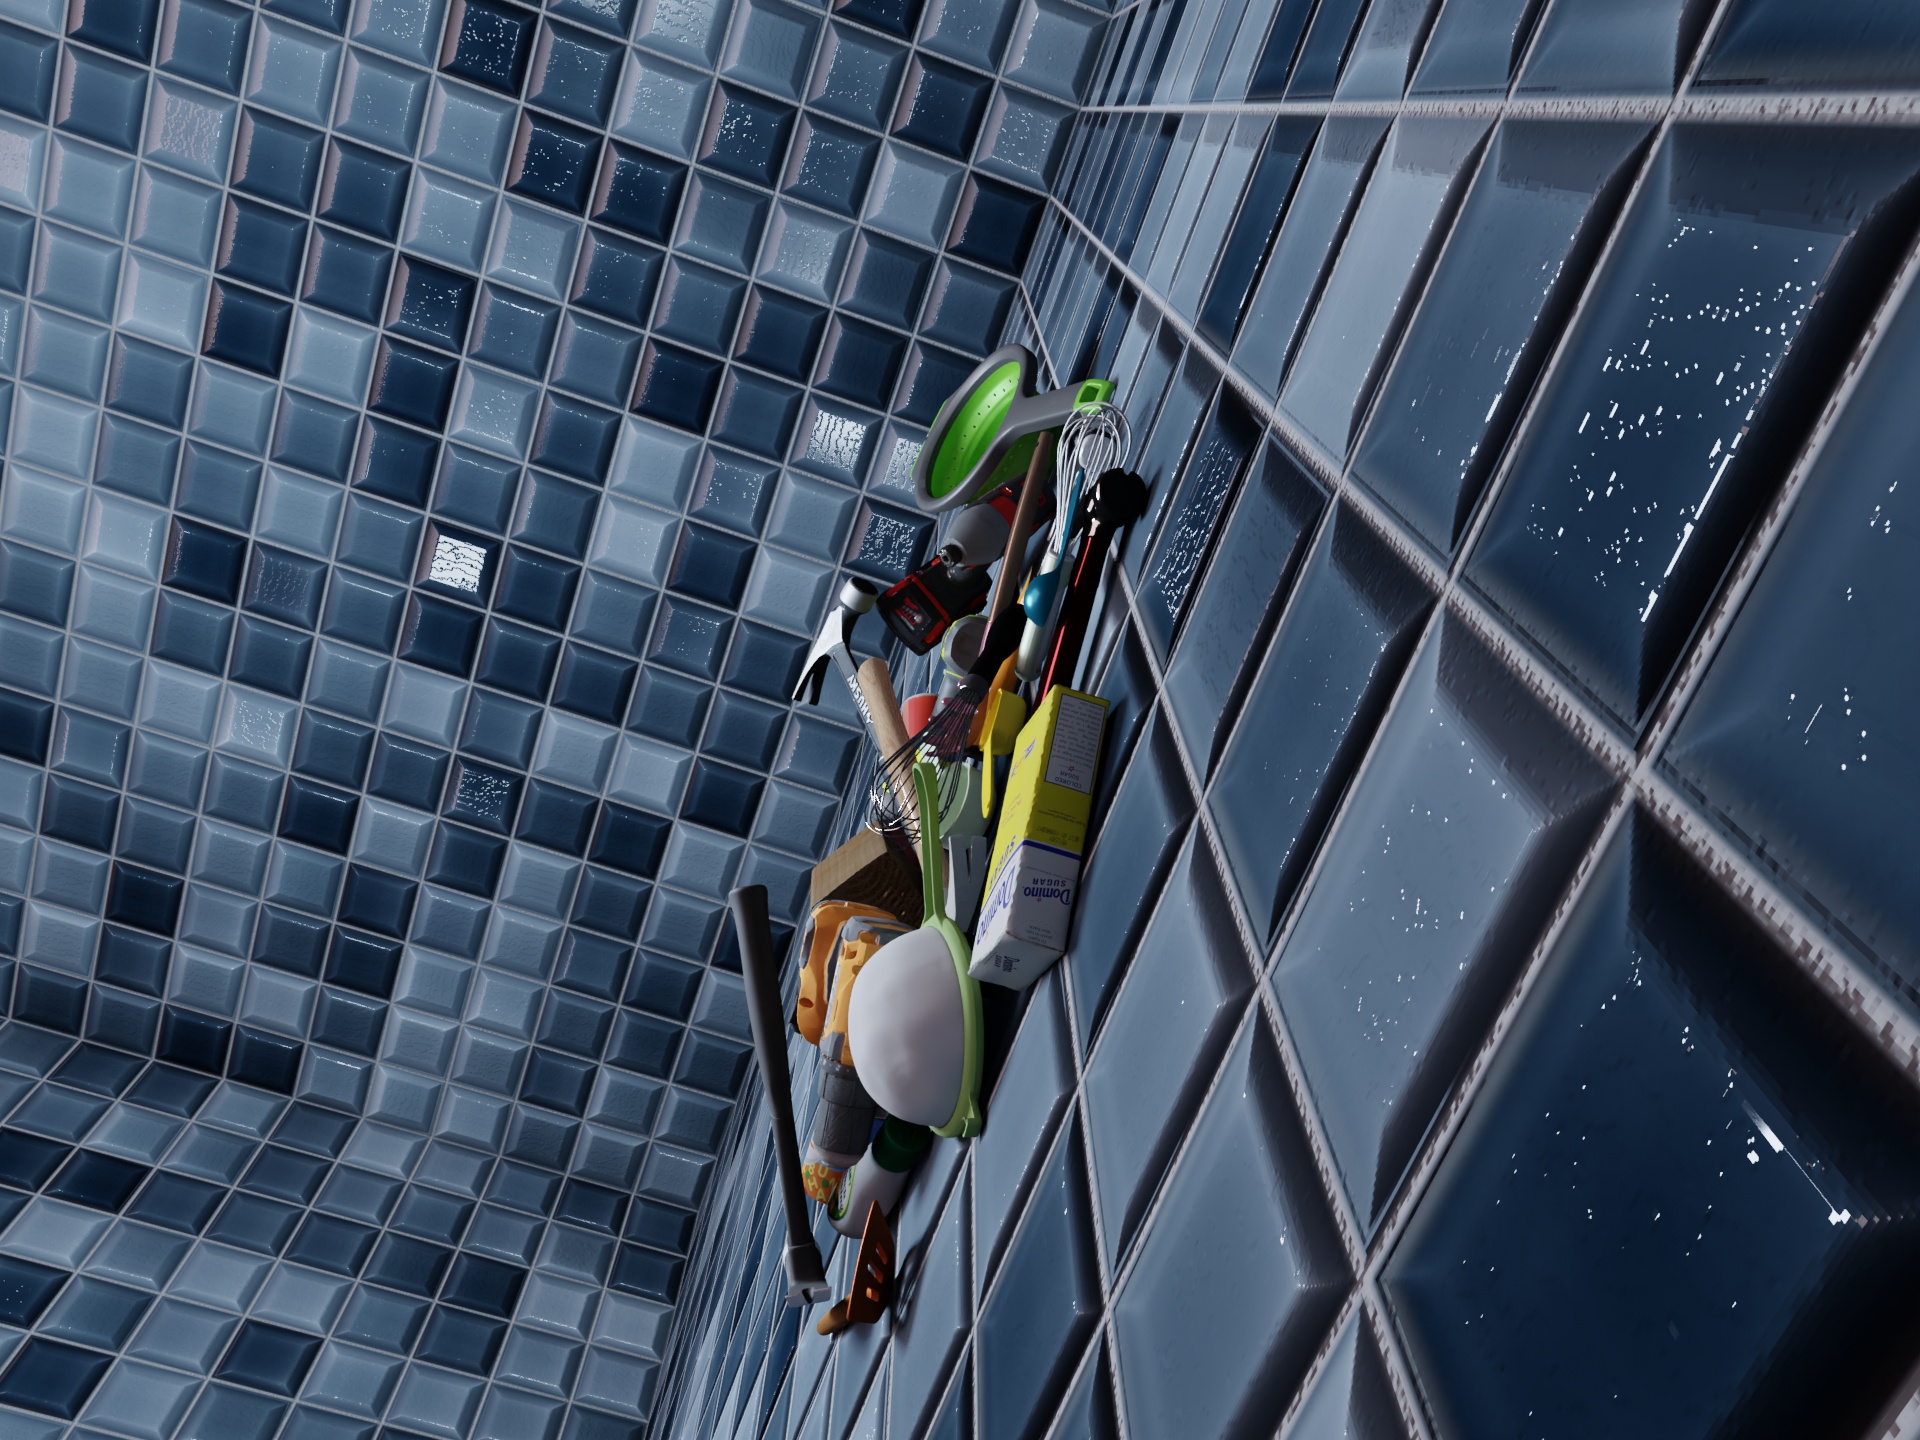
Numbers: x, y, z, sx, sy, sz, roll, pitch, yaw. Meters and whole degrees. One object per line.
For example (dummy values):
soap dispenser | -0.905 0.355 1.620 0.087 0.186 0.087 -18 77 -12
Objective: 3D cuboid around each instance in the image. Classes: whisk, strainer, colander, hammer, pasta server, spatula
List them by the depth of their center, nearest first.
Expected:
strainer | -0.041 0.157 1.088 0.151 0.069 0.256 159 109 -70
hammer | 0.057 0.012 1.169 0.143 0.038 0.386 132 155 -77
spatula | -0.086 0.438 1.206 0.322 0.041 0.081 117 168 -59
hammer | -0.144 0.295 1.256 0.146 0.035 0.335 171 91 -81
whisk | -0.002 -0.003 1.312 0.285 0.070 0.070 -59 -3 -39
whisk | 0.087 -0.144 1.314 0.058 0.059 0.246 -32 -39 -61
hammer | -0.040 0.065 1.369 0.332 0.031 0.130 -110 33 -42
pasta server | 0.031 -0.113 1.419 0.060 0.040 0.316 -6 66 66
hammer | 0.065 -0.116 1.447 0.127 0.034 0.336 -90 19 -67
hammer | -0.077 0.029 1.549 0.149 0.036 0.409 -57 37 25
colander | 0.079 -0.292 1.648 0.397 0.094 0.204 7 70 65

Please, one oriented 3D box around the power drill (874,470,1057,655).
power drill | 0.002 -0.159 1.622 0.143 0.078 0.219 -38 -4 -33

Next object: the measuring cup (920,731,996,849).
measuring cup | -0.007 0.057 1.428 0.083 0.038 0.168 -57 23 17

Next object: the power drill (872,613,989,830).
power drill | -0.015 0.001 1.628 0.190 0.080 0.228 -131 62 -87

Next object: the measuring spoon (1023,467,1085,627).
measuring spoon | 0.068 -0.132 1.180 0.042 0.021 0.129 123 163 -75

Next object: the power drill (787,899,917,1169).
power drill | -0.087 0.238 1.260 0.226 0.084 0.185 -176 97 -80

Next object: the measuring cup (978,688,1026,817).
measuring cup | 0.036 0.033 1.341 0.157 0.029 0.062 -86 15 -53
